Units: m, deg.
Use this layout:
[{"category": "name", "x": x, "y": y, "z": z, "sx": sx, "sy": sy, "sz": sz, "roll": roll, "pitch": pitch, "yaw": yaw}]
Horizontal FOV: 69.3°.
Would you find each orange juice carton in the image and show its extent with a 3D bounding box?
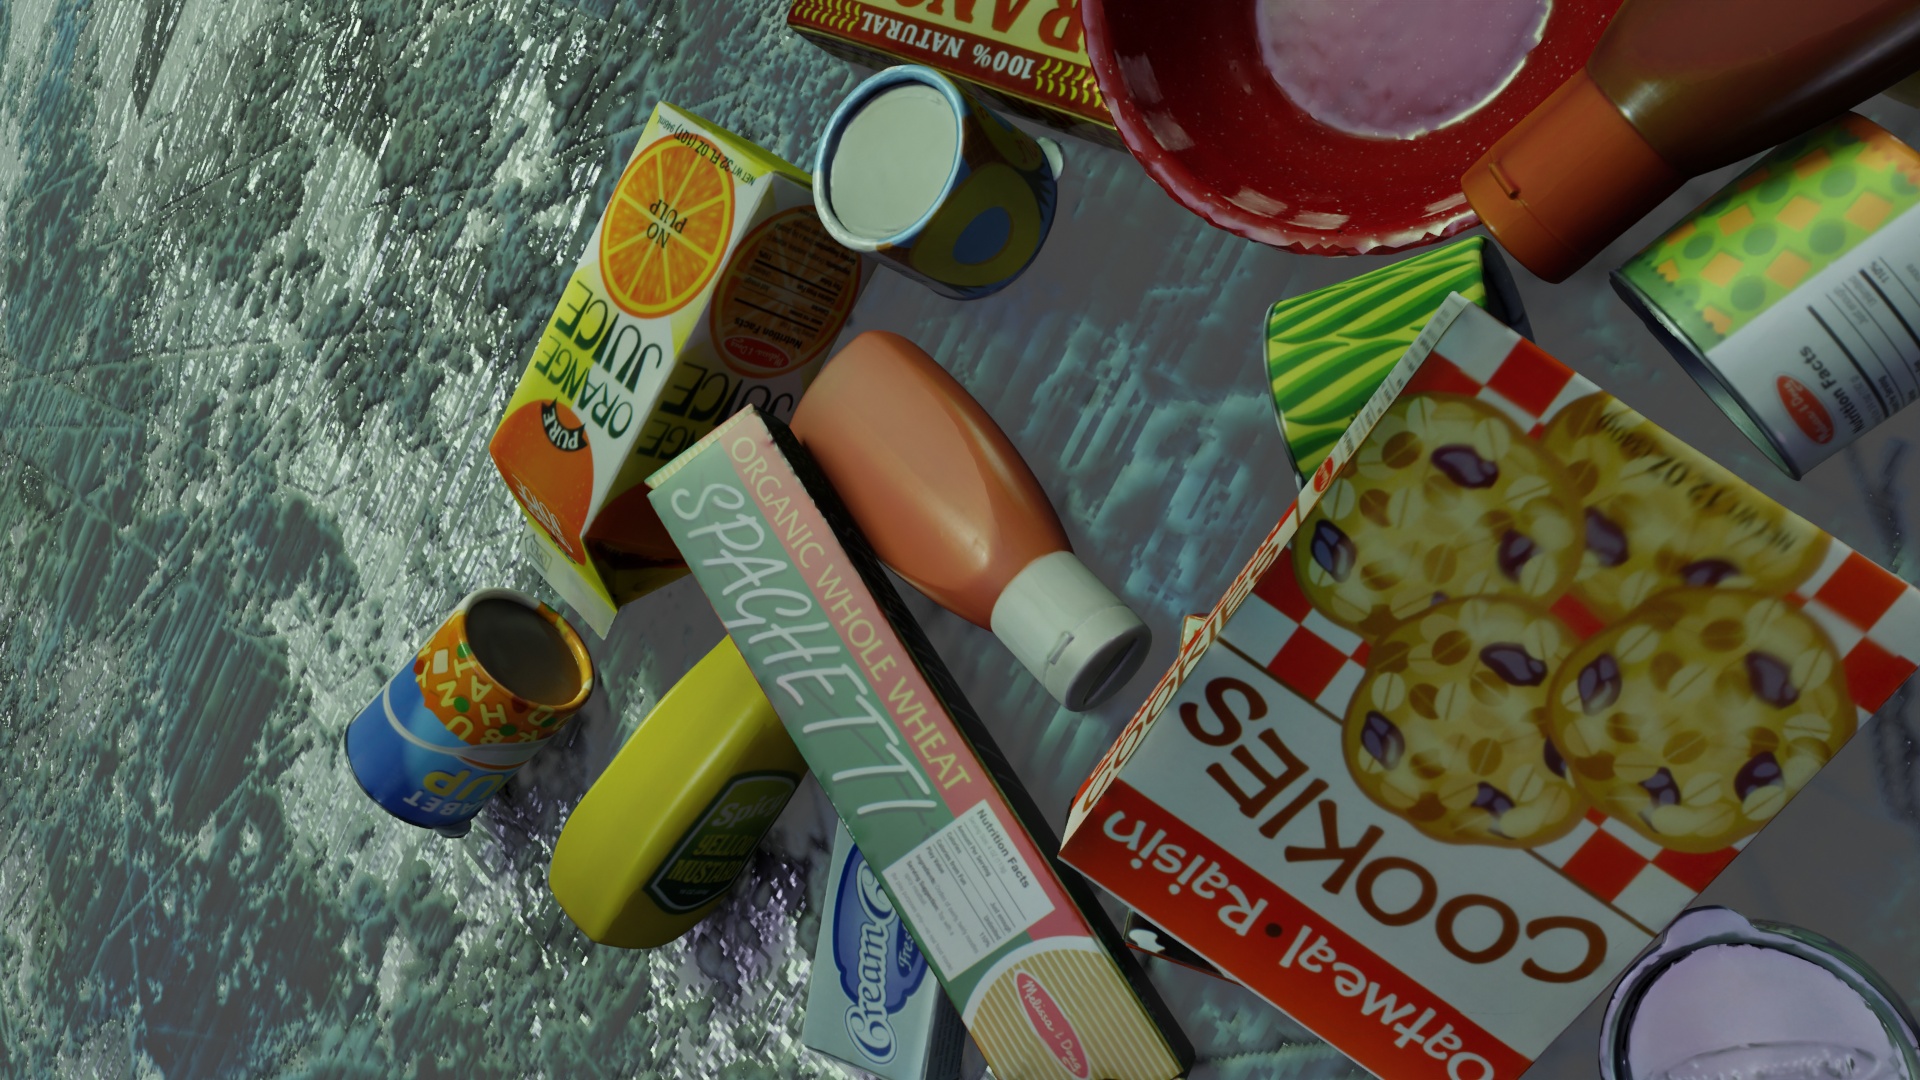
[{"category": "orange juice carton", "x": -0.113, "y": -0.059, "z": 0.535, "sx": 0.072, "sy": 0.073, "sz": 0.192, "roll": 38, "pitch": 104, "yaw": 33}]

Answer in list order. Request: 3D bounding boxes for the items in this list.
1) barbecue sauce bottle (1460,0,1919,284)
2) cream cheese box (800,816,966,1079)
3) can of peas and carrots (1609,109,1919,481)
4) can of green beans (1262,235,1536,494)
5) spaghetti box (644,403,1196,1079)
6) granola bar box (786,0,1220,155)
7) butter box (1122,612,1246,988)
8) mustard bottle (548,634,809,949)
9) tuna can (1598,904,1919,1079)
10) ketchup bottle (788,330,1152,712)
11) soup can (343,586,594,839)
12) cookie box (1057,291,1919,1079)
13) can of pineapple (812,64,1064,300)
[{"category": "barbecue sauce bottle", "x": 0.179, "y": -0.118, "z": 0.302, "sx": 0.148, "sy": 0.044, "sz": 0.065, "roll": -43, "pitch": 51, "yaw": 34}, {"category": "cream cheese box", "x": -0.019, "y": 0.126, "z": 0.468, "sx": 0.053, "sy": 0.024, "sz": 0.104, "roll": 7, "pitch": 86, "yaw": 35}, {"category": "can of peas and carrots", "x": 0.198, "y": -0.059, "z": 0.327, "sx": 0.058, "sy": 0.071, "sz": 0.071, "roll": -41, "pitch": 62, "yaw": 22}, {"category": "can of green beans", "x": 0.122, "y": -0.042, "z": 0.375, "sx": 0.057, "sy": 0.071, "sz": 0.071, "roll": -16, "pitch": 74, "yaw": 31}, {"category": "spaghetti box", "x": -0.018, "y": 0.068, "z": 0.439, "sx": 0.050, "sy": 0.028, "sz": 0.250, "roll": -37, "pitch": 74, "yaw": 9}, {"category": "granola bar box", "x": 0.026, "y": -0.215, "z": 0.487, "sx": 0.166, "sy": 0.039, "sz": 0.124, "roll": 30, "pitch": 99, "yaw": 34}, {"category": "butter box", "x": 0.084, "y": 0.075, "z": 0.406, "sx": 0.053, "sy": 0.024, "sz": 0.103, "roll": 10, "pitch": 88, "yaw": 35}, {"category": "mustard bottle", "x": -0.082, "y": 0.073, "z": 0.498, "sx": 0.049, "sy": 0.065, "sz": 0.160, "roll": 41, "pitch": 100, "yaw": 30}, {"category": "tuna can", "x": 0.186, "y": 0.120, "z": 0.323, "sx": 0.071, "sy": 0.033, "sz": 0.071, "roll": -6, "pitch": 78, "yaw": 33}, {"category": "ketchup bottle", "x": 0.002, "y": -0.006, "z": 0.465, "sx": 0.149, "sy": 0.043, "sz": 0.064, "roll": 47, "pitch": 110, "yaw": 31}, {"category": "soup can", "x": -0.202, "y": 0.072, "z": 0.578, "sx": 0.083, "sy": 0.071, "sz": 0.071, "roll": -42, "pitch": 61, "yaw": 21}, {"category": "cookie box", "x": 0.120, "y": 0.044, "z": 0.336, "sx": 0.123, "sy": 0.040, "sz": 0.167, "roll": 34, "pitch": 109, "yaw": 4}, {"category": "can of pineapple", "x": -0.008, "y": -0.125, "z": 0.483, "sx": 0.071, "sy": 0.058, "sz": 0.071, "roll": -7, "pitch": 78, "yaw": 34}]
